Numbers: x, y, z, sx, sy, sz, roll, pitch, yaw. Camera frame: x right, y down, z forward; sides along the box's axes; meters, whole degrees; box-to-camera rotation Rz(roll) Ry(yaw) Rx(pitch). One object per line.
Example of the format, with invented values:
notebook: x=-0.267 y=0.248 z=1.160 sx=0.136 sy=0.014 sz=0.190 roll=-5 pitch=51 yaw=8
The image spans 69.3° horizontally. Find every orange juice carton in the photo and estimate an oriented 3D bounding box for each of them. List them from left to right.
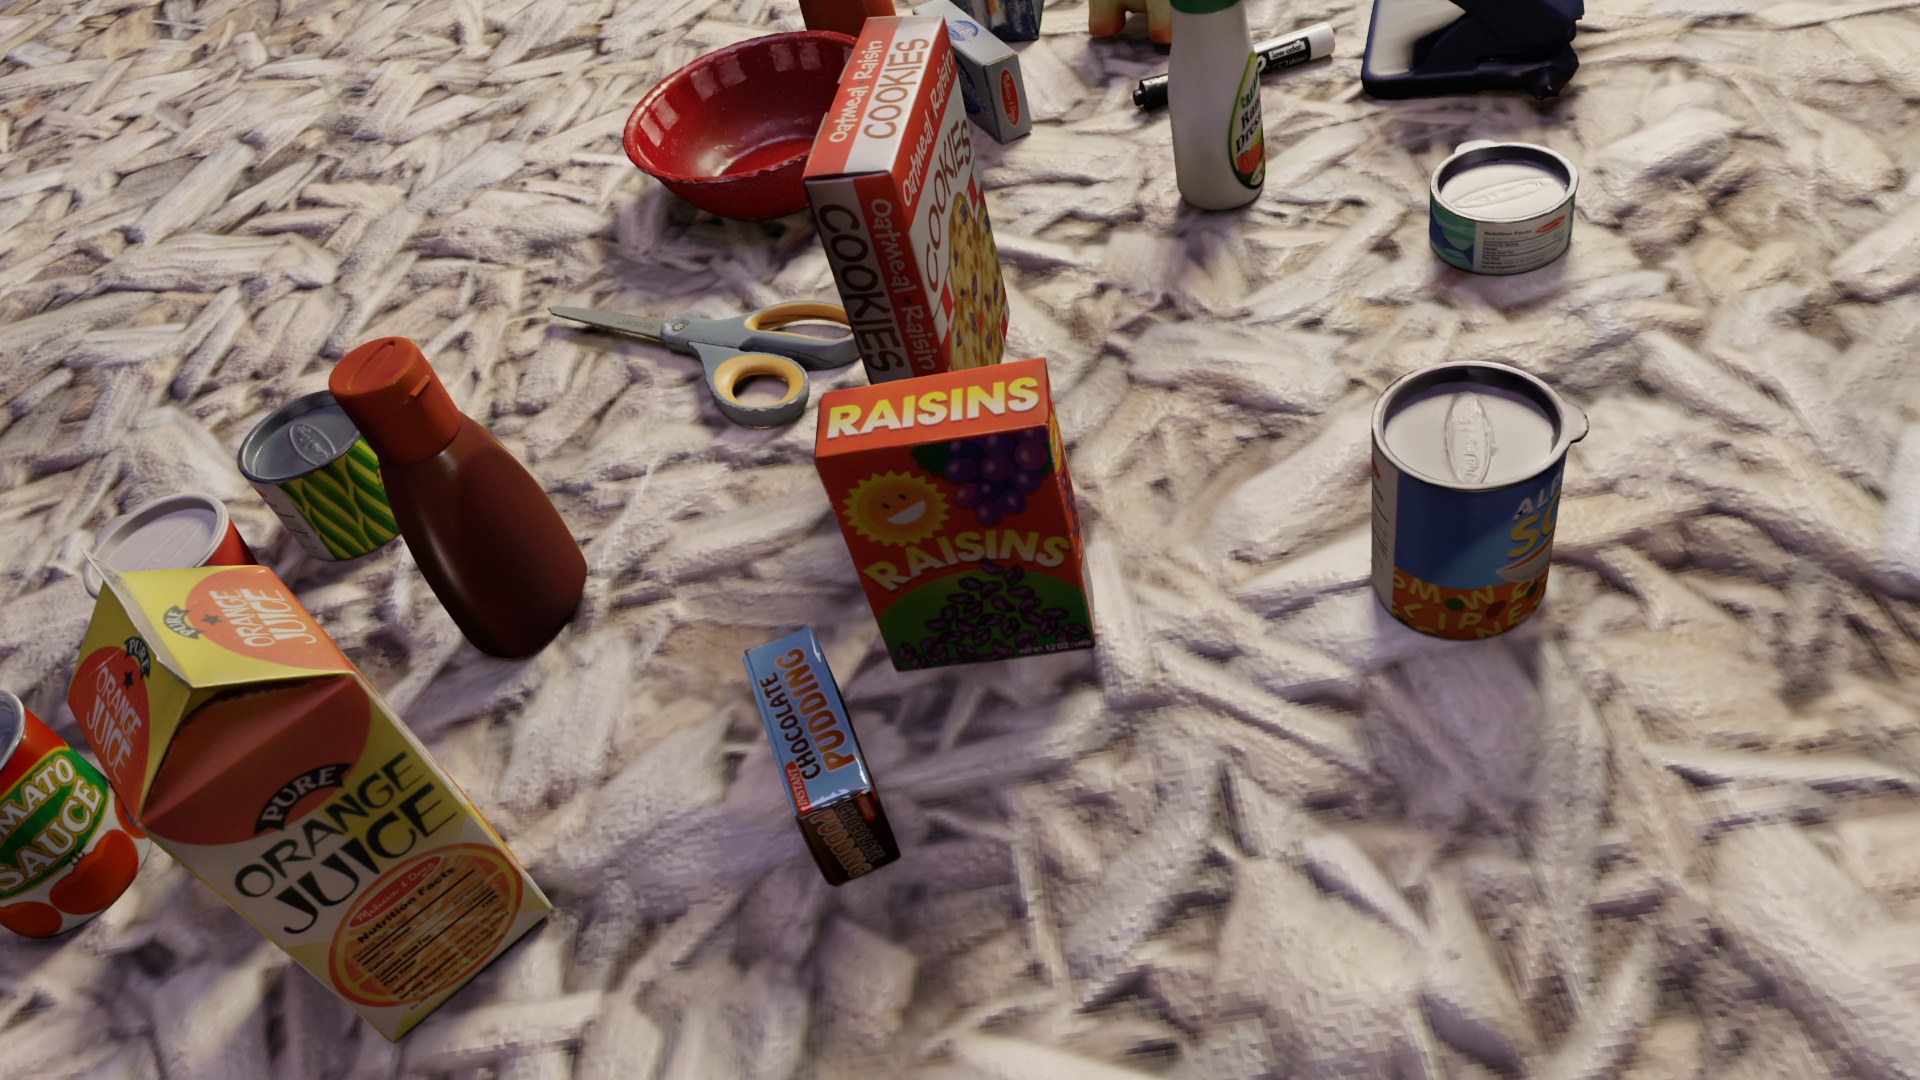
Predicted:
orange juice carton: x=-0.220 y=0.081 z=0.462 sx=0.073 sy=0.191 sz=0.072 roll=-40 pitch=49 yaw=-21

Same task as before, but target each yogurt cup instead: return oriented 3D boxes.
yogurt cup: x=-0.367 y=0.019 z=0.660 sx=0.072 sy=0.053 sz=0.073 roll=-8 pitch=46 yaw=9

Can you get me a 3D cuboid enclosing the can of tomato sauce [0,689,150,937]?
can of tomato sauce: x=-0.379 y=0.111 z=0.555 sx=0.071 sy=0.082 sz=0.071 roll=-8 pitch=46 yaw=9

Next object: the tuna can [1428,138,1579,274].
tuna can: x=0.259 y=-0.161 z=0.668 sx=0.071 sy=0.032 sz=0.071 roll=-8 pitch=46 yaw=9

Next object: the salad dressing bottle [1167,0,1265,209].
salad dressing bottle: x=0.127 y=-0.240 z=0.699 sx=0.044 sy=0.147 sz=0.064 roll=12 pitch=52 yaw=26

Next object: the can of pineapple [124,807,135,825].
can of pineapple: x=-0.280 y=0.102 z=0.554 sx=0.071 sy=0.057 sz=0.071 roll=-8 pitch=46 yaw=9

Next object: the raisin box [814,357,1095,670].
raisin box: x=0.002 y=-0.007 z=0.531 sx=0.086 sy=0.122 sz=0.040 roll=-7 pitch=46 yaw=9

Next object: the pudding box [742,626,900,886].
pudding box: x=-0.053 y=0.079 z=0.517 sx=0.030 sy=0.049 sz=0.084 roll=-22 pitch=46 yaw=-5

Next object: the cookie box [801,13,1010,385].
cookie box: x=-0.018 y=-0.128 z=0.620 sx=0.040 sy=0.166 sz=0.123 roll=-2 pitch=47 yaw=15

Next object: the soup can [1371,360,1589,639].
soup can: x=0.188 y=-0.013 z=0.512 sx=0.071 sy=0.083 sz=0.072 roll=-8 pitch=46 yaw=9

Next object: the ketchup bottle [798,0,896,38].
ketchup bottle: x=-0.081 y=-0.367 z=0.878 sx=0.065 sy=0.148 sz=0.044 roll=19 pitch=56 yaw=30

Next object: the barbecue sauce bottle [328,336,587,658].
barbecue sauce bottle: x=-0.210 y=-0.018 z=0.584 sx=0.043 sy=0.147 sz=0.065 roll=7 pitch=50 yaw=22

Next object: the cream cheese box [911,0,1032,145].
cream cheese box: x=0.006 y=-0.287 z=0.844 sx=0.024 sy=0.053 sz=0.104 roll=-27 pitch=46 yaw=-10

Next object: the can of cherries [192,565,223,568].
can of cherries: x=-0.329 y=0.056 z=0.611 sx=0.071 sy=0.058 sz=0.072 roll=-8 pitch=46 yaw=9

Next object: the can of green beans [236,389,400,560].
can of green beans: x=-0.311 y=-0.032 z=0.690 sx=0.071 sy=0.057 sz=0.071 roll=-8 pitch=46 yaw=9
